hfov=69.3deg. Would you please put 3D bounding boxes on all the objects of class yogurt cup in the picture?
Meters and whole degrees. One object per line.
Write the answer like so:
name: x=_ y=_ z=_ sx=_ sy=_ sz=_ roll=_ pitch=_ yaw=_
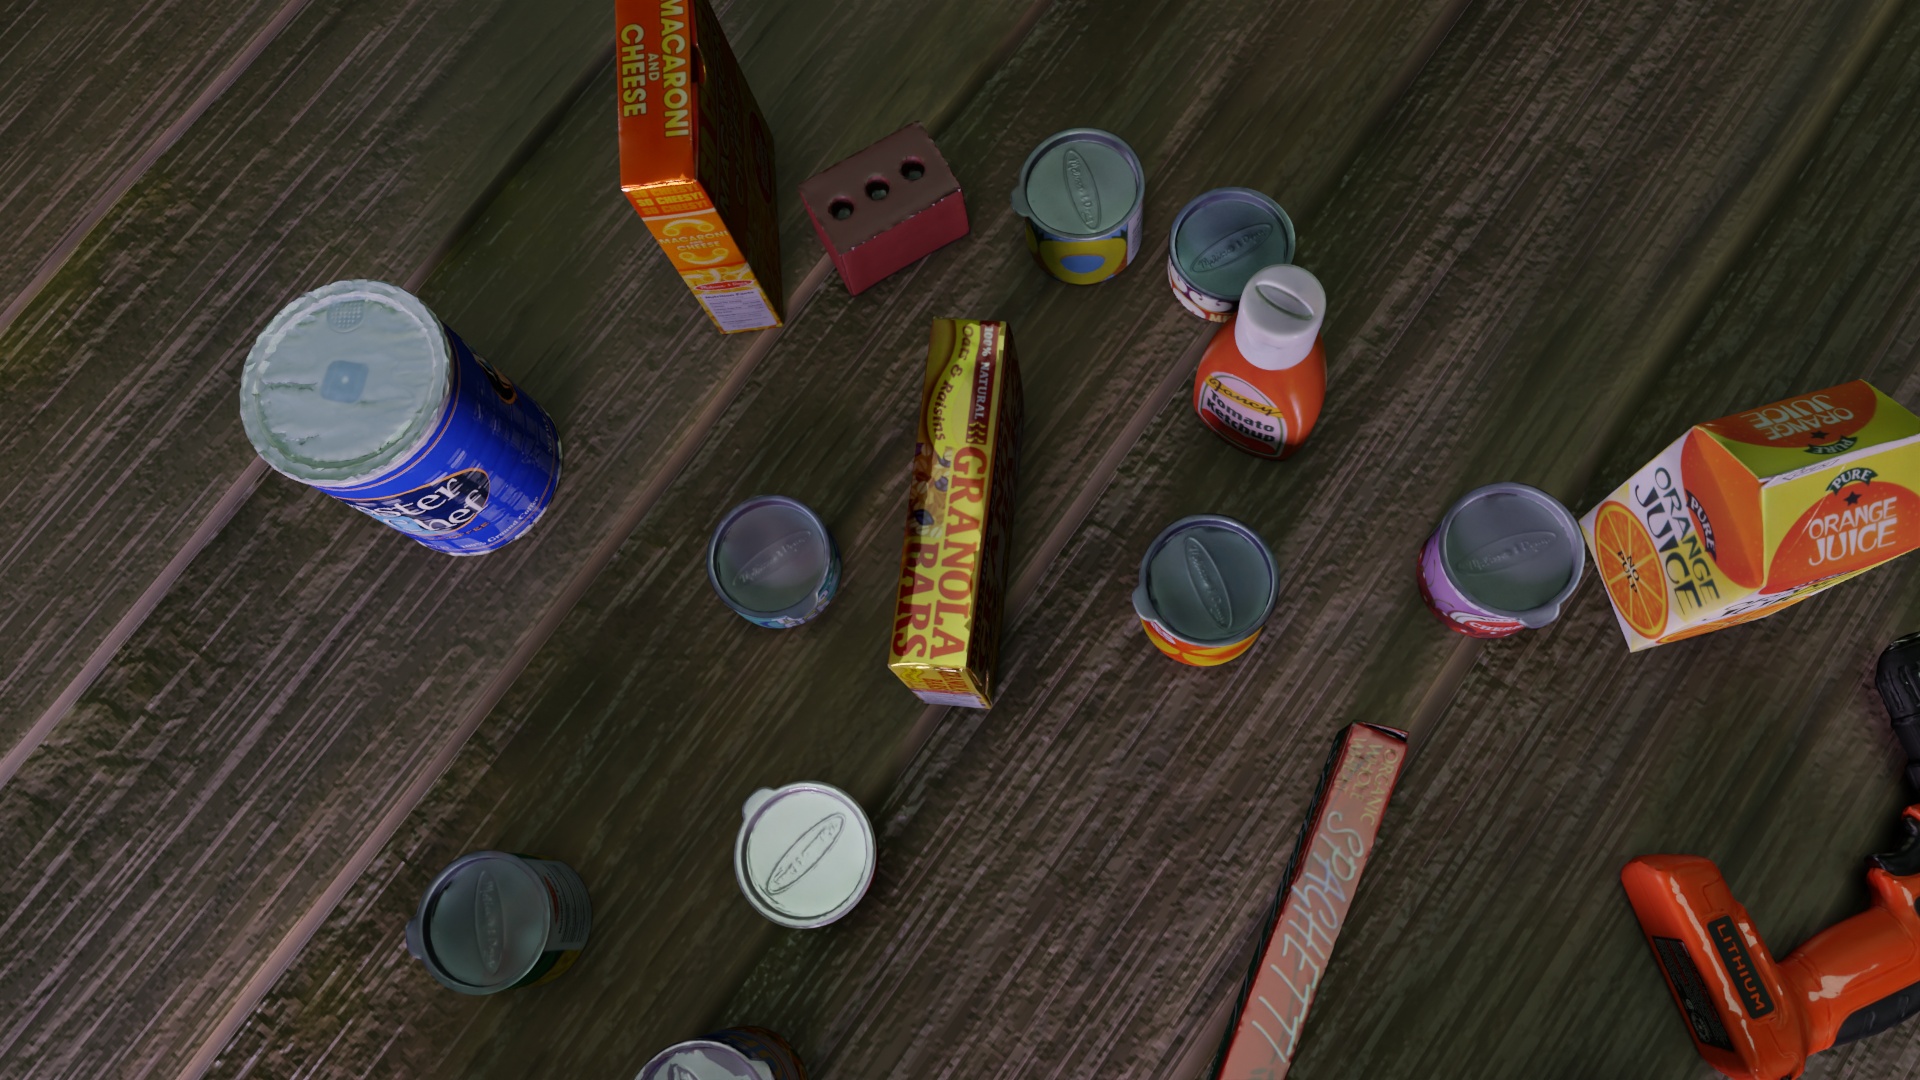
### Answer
yogurt cup: x=-0.071 y=0.153 z=0.676 sx=0.072 sy=0.054 sz=0.072 roll=-2 pitch=75 yaw=6

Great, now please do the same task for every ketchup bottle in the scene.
ketchup bottle: x=0.147 y=-0.086 z=0.668 sx=0.065 sy=0.148 sz=0.043 roll=33 pitch=81 yaw=13

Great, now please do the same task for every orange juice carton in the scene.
orange juice carton: x=0.345 y=-0.010 z=0.604 sx=0.072 sy=0.192 sz=0.073 roll=-15 pitch=74 yaw=2

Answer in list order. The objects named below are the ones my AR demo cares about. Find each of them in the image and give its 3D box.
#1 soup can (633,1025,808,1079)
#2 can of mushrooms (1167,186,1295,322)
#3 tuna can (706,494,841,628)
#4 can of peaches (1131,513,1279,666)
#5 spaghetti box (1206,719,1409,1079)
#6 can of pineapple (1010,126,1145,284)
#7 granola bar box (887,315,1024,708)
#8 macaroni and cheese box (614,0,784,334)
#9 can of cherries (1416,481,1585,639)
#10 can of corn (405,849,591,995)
soup can: x=-0.106 y=0.258 z=0.635 sx=0.071 sy=0.083 sz=0.071 roll=-2 pitch=75 yaw=6
can of mushrooms: x=0.146 y=-0.151 z=0.746 sx=0.071 sy=0.033 sz=0.071 roll=-2 pitch=75 yaw=6
tuna can: x=-0.095 y=0.014 z=0.728 sx=0.071 sy=0.032 sz=0.071 roll=-2 pitch=75 yaw=6
can of peaches: x=0.119 y=0.026 z=0.688 sx=0.071 sy=0.058 sz=0.071 roll=-2 pitch=75 yaw=6
spaghetti box: x=0.149 y=0.202 z=0.641 sx=0.029 sy=0.050 sz=0.250 roll=22 pitch=78 yaw=11
can of pineapple: x=0.064 y=-0.180 z=0.750 sx=0.071 sy=0.057 sz=0.071 roll=-2 pitch=75 yaw=6
granola bar box: x=0.002 y=-0.008 z=0.676 sx=0.039 sy=0.124 sz=0.166 roll=5 pitch=76 yaw=8
macaroni and cheese box: x=-0.131 y=-0.198 z=0.720 sx=0.040 sy=0.166 sz=0.124 roll=-7 pitch=75 yaw=5
can of cherries: x=0.261 y=0.014 z=0.676 sx=0.071 sy=0.058 sz=0.071 roll=-2 pitch=75 yaw=6
can of corn: x=-0.224 y=0.187 z=0.681 sx=0.071 sy=0.058 sz=0.071 roll=-2 pitch=75 yaw=6
